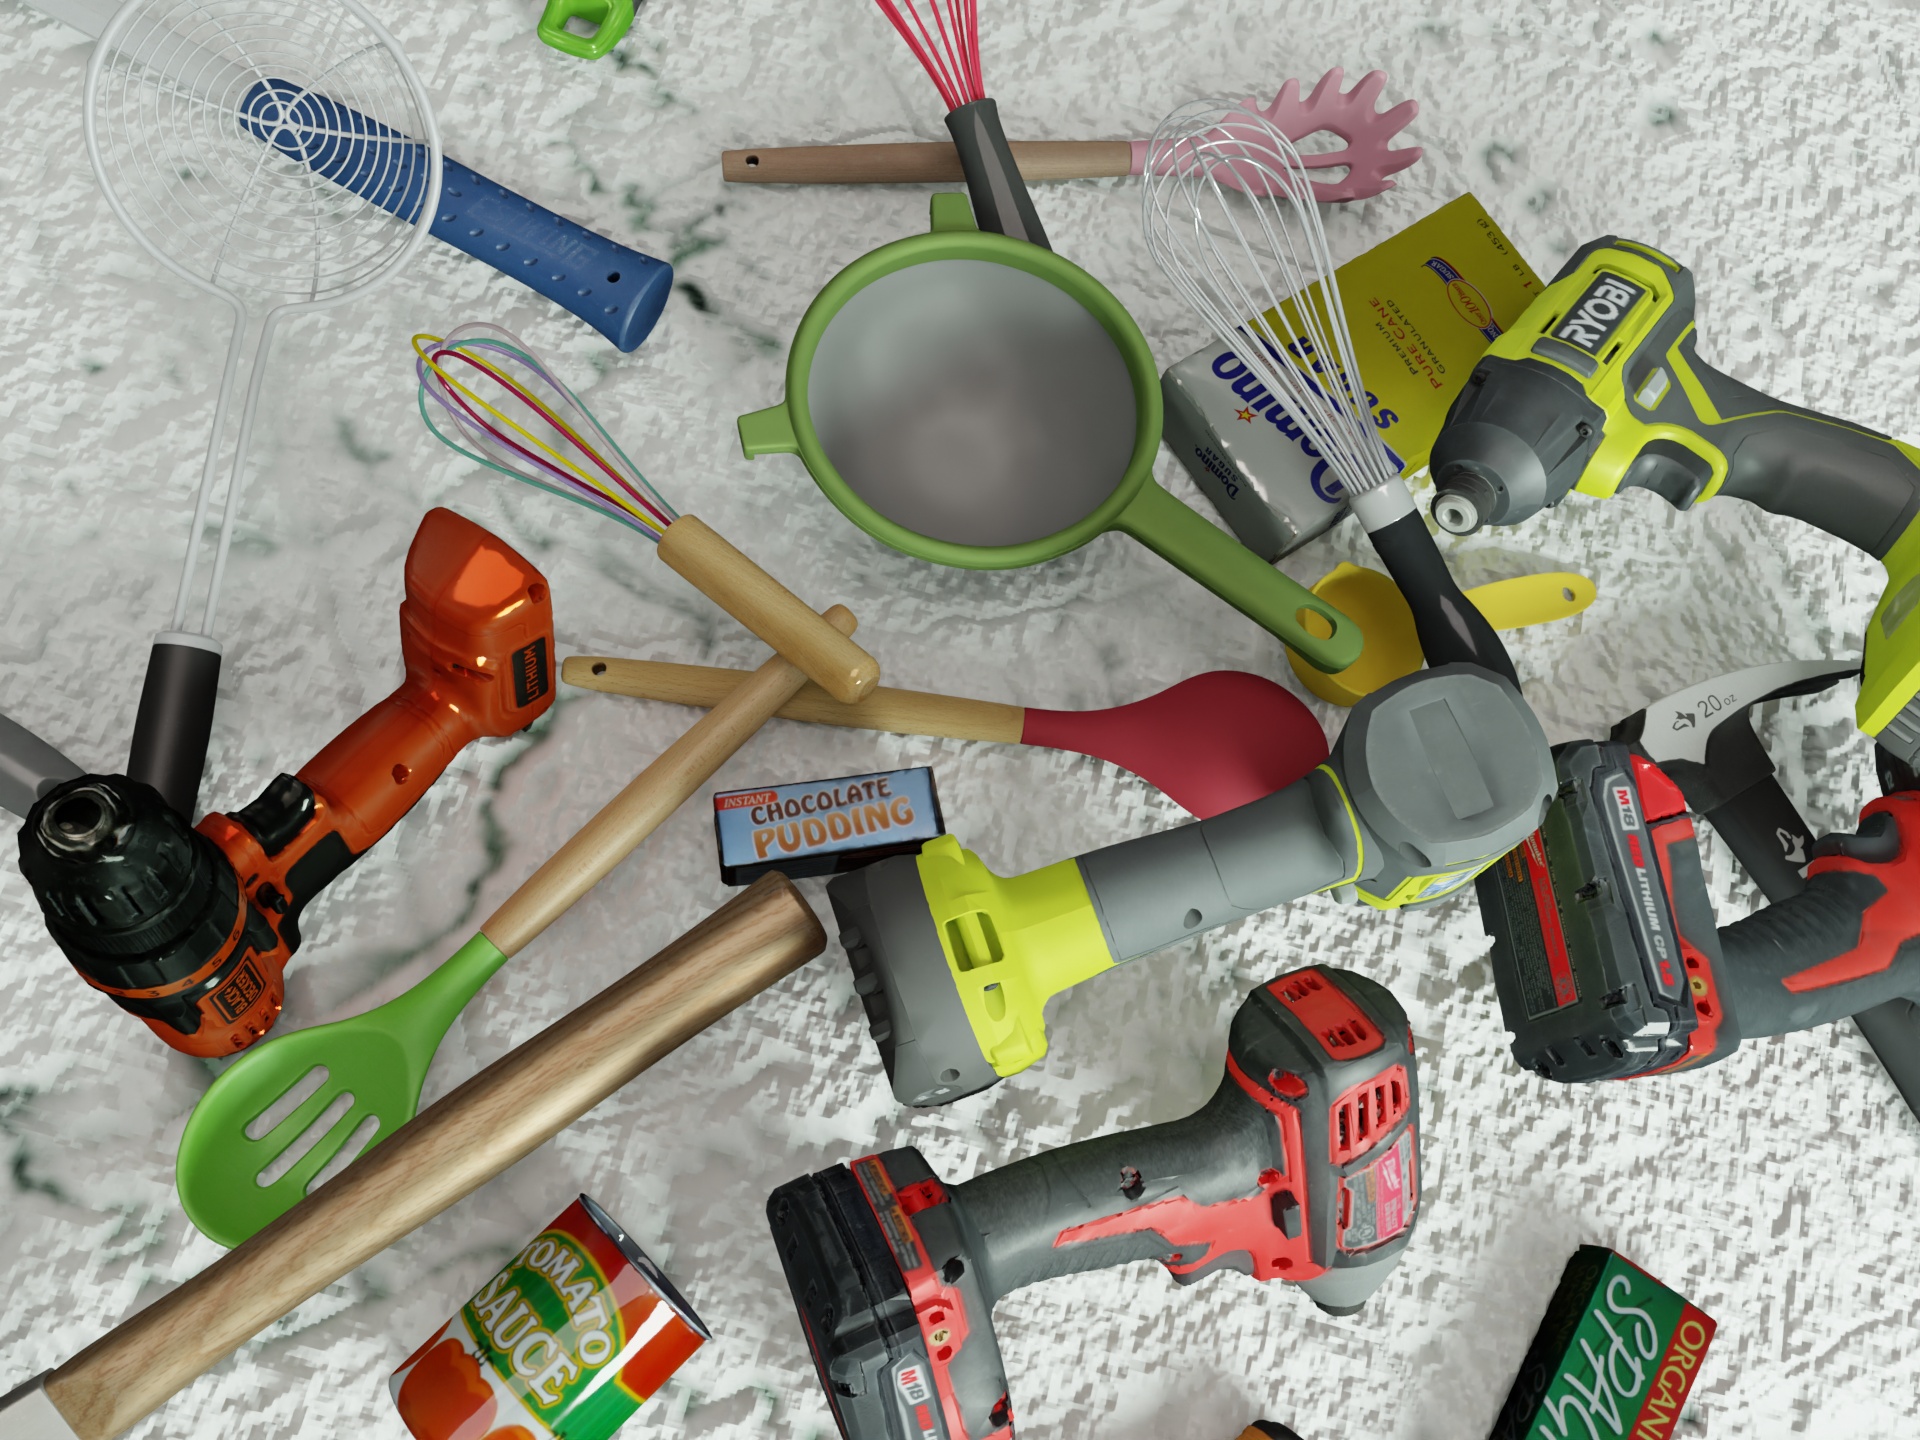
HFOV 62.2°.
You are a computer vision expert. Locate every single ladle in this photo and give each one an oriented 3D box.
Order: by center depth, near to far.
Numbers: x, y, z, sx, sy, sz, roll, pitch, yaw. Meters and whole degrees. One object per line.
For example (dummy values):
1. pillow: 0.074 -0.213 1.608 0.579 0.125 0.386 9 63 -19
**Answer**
1. ladle: -0.001 -0.002 0.639 0.315 0.031 0.069 7 72 -4

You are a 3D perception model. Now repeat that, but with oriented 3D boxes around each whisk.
1. whisk: -0.416 -0.024 0.580 0.239 0.055 0.055 32 71 -1
2. whisk: -0.129 -0.083 0.620 0.245 0.047 0.051 38 77 16
3. whisk: 0.152 -0.115 0.636 0.070 0.070 0.284 -31 96 -16
4. whisk: -0.003 -0.280 0.682 0.073 0.073 0.296 -21 95 -14

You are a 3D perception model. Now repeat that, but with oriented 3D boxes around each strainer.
1. strainer: 0.046 -0.090 0.650 0.256 0.069 0.151 35 70 3

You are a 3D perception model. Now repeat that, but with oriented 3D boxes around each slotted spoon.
1. slotted spoon: -0.150 0.066 0.586 0.070 0.031 0.314 44 75 5

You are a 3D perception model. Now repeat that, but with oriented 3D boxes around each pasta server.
1. pasta server: 0.051 -0.258 0.721 0.316 0.040 0.060 -4 88 -8

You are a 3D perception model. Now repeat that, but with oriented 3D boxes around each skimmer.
1. skimmer: -0.276 -0.093 0.581 0.127 0.090 0.363 9 77 -17

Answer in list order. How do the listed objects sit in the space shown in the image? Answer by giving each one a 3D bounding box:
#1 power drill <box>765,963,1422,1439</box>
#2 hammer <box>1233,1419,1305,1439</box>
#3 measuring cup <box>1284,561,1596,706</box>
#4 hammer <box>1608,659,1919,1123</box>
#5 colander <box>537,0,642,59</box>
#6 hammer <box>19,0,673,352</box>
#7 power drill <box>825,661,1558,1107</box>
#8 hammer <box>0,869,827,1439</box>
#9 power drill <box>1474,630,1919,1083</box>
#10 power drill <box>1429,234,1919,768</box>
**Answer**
1. power drill: 0.057 0.181 0.540 0.219 0.143 0.079 -19 31 -14
2. hammer: -0.029 0.309 0.530 0.337 0.034 0.127 -11 73 -11
3. measuring cup: 0.207 -0.042 0.685 0.156 0.029 0.062 -11 79 -23
4. hammer: 0.389 0.127 0.645 0.146 0.035 0.335 -28 78 -14
5. colander: -0.111 -0.486 0.742 0.204 0.094 0.397 19 71 -1
6. hammer: -0.306 -0.274 0.679 0.405 0.035 0.144 28 71 2
7. power drill: 0.081 0.061 0.562 0.228 0.190 0.080 -20 75 1
8. hammer: -0.190 0.154 0.532 0.331 0.031 0.130 -34 98 -16
9. power drill: 0.316 0.047 0.604 0.226 0.080 0.188 -1 69 -11
10. power drill: 0.298 -0.084 0.602 0.223 0.080 0.171 33 57 19
